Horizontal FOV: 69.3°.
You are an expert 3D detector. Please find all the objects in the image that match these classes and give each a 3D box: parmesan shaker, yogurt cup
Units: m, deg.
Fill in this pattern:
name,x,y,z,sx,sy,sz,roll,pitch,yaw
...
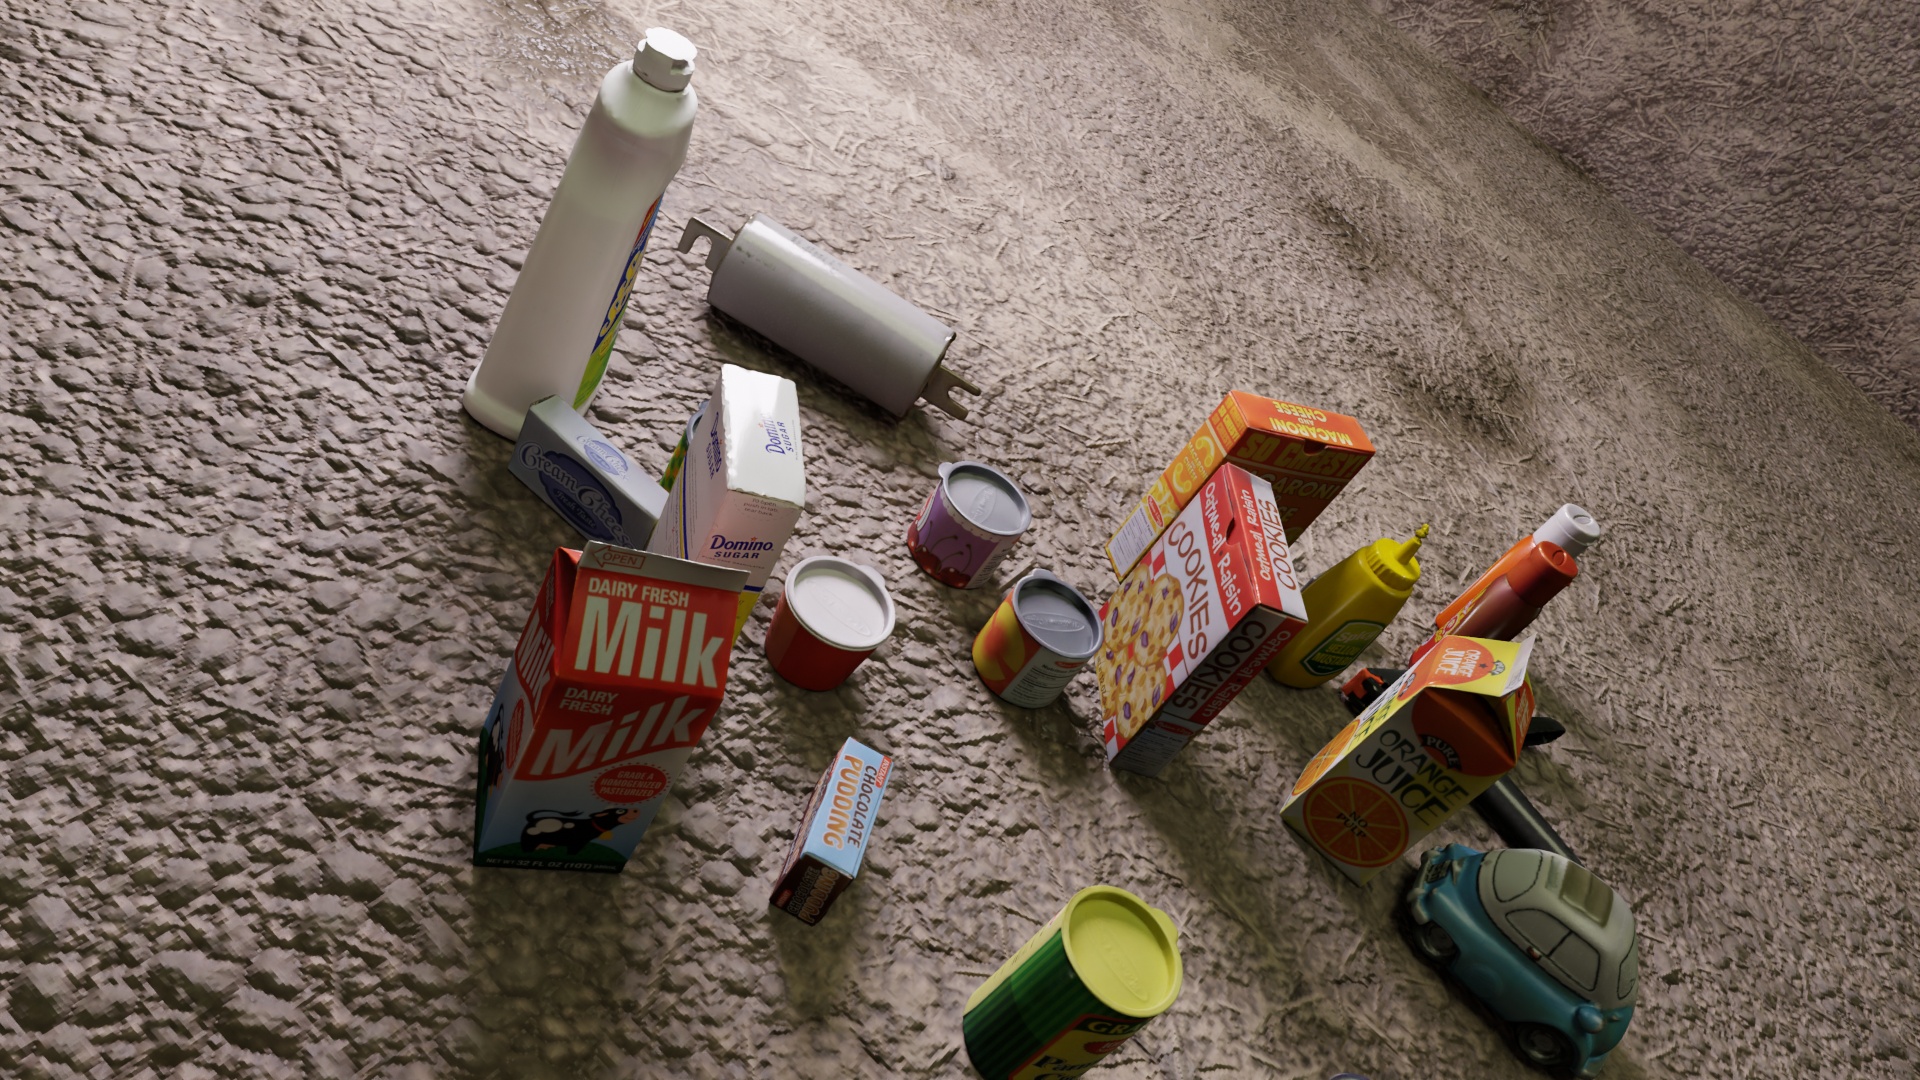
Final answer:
name,x,y,z,sx,sy,sz,roll,pitch,yaw
parmesan shaker,0.055,0.224,0.685,0.071,0.102,0.072,21,40,-18
yogurt cup,-0.079,0.051,0.809,0.072,0.053,0.073,20,40,-18

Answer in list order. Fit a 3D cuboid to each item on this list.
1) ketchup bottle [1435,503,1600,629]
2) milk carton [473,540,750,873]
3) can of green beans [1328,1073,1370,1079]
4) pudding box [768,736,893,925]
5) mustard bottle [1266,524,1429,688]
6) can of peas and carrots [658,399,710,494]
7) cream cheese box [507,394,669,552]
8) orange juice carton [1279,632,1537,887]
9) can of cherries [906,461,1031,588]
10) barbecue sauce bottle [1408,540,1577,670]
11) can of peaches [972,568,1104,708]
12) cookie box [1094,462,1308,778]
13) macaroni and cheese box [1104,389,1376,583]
name,x,y,z,sx,sy,sz,roll,pitch,yaw
ketchup bottle,0.466,0.031,1.157,0.065,0.148,0.044,-5,53,-40
milk carton,-0.159,0.068,0.620,0.072,0.189,0.074,12,43,-27
can of green beans,0.196,0.321,0.723,0.071,0.057,0.071,20,40,-18
pudding box,-0.065,0.149,0.719,0.030,0.049,0.084,29,38,-8
mustard bottle,0.282,0.044,0.998,0.065,0.159,0.049,9,45,-30
can of peas and carrots,-0.148,-0.041,0.853,0.071,0.058,0.071,20,40,-18
cream cheese box,-0.211,-0.031,0.799,0.104,0.053,0.024,41,38,7
orange juice carton,0.297,0.132,0.890,0.073,0.191,0.072,41,38,8
can of cherries,0.003,-0.012,0.933,0.071,0.058,0.072,20,40,-18
barbecue sauce bottle,0.418,0.061,1.090,0.044,0.147,0.065,45,39,13
can of peaches,0.048,0.063,0.887,0.071,0.057,0.071,20,40,-18
cookie box,0.145,0.052,0.882,0.040,0.166,0.123,19,40,-20
macaroni and cheese box,0.202,-0.028,1.010,0.124,0.165,0.040,8,45,-31
